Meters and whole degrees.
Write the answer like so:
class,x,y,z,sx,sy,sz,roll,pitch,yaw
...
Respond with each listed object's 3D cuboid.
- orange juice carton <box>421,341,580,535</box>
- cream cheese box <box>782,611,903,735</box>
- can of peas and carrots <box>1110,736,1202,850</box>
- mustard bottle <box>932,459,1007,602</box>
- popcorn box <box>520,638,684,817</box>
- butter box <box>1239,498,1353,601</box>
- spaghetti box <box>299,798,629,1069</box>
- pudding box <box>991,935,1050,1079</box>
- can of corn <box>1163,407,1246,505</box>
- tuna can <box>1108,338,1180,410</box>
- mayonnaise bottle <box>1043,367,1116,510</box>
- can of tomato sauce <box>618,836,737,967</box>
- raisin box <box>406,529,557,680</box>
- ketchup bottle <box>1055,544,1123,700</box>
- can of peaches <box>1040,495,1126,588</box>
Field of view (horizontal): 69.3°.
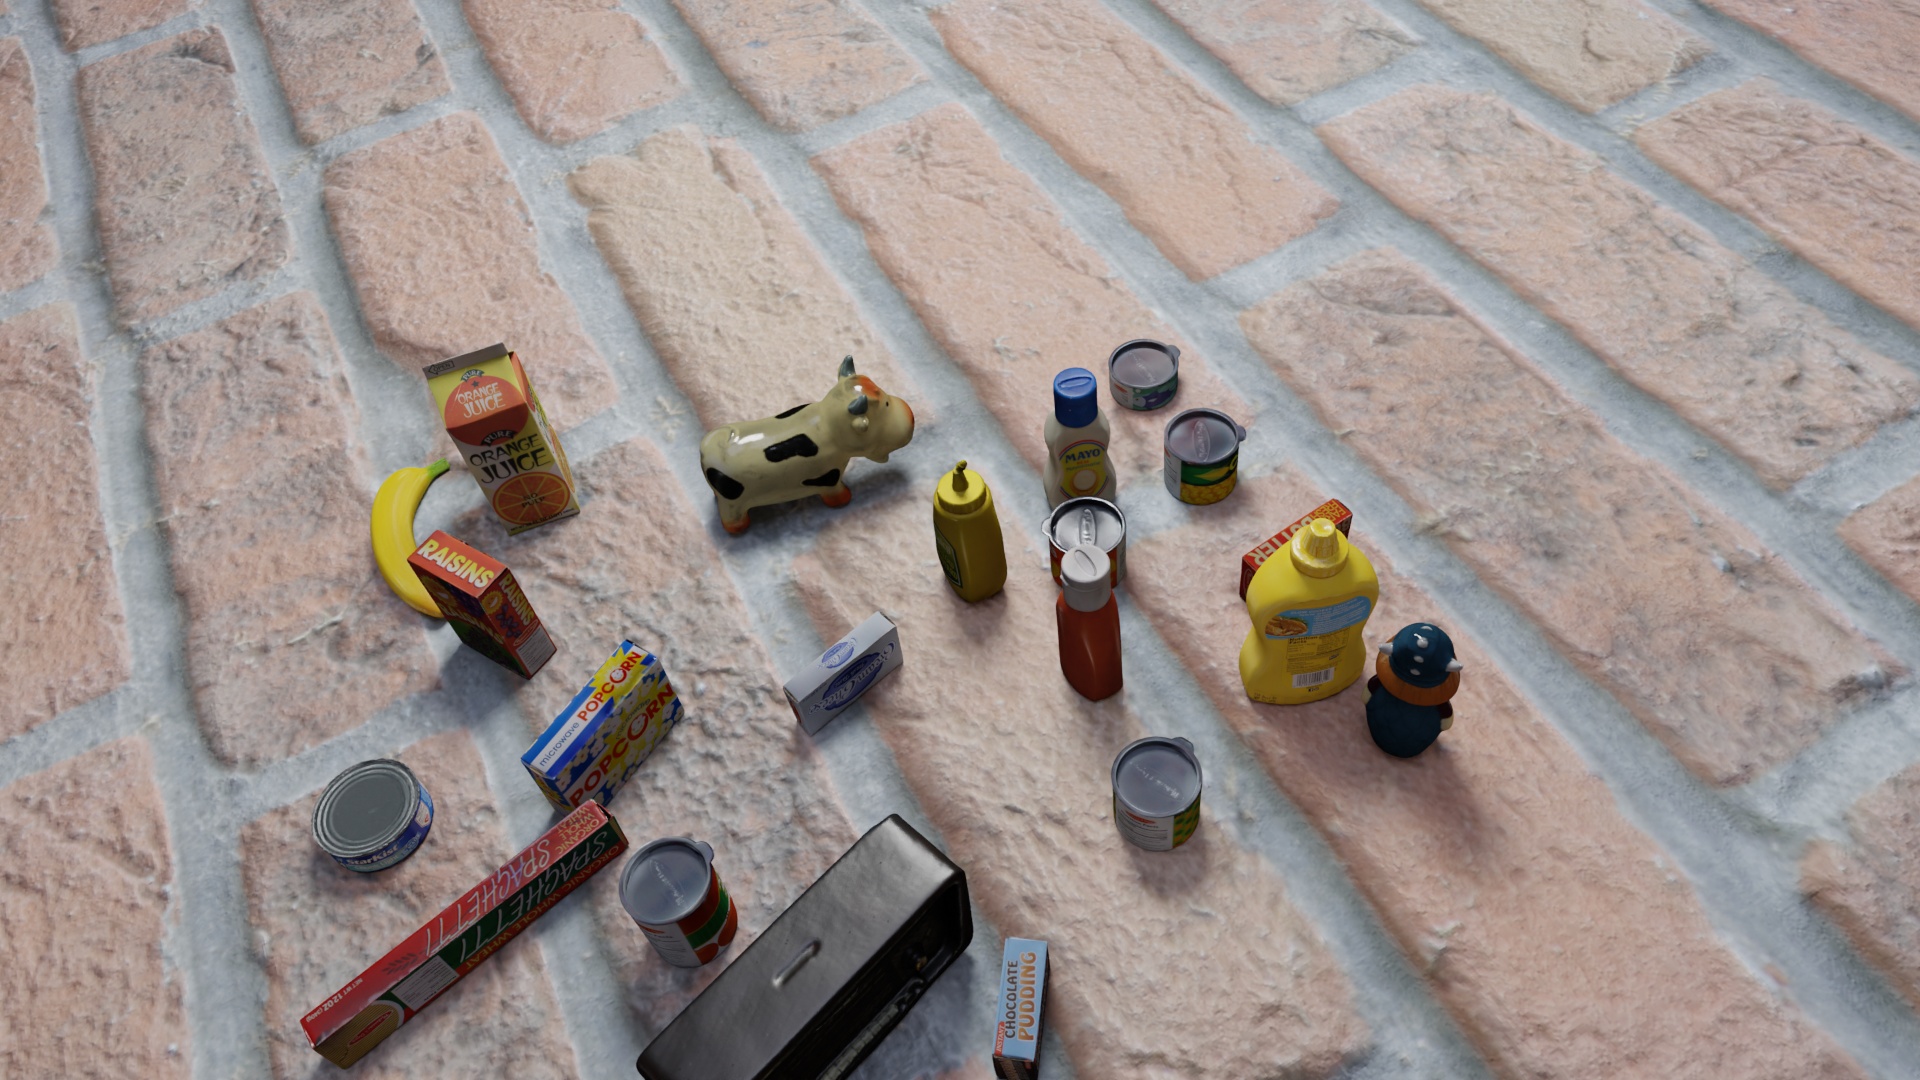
class,x,y,z,sx,sy,sz,roll,pitch,yaw
orange juice carton,-0.409,-0.098,1.242,0.072,0.191,0.073,-20,52,-8
cream cheese box,-0.094,0.108,1.128,0.104,0.053,0.024,-38,57,-21
can of peas and carrots,0.147,0.187,1.032,0.071,0.058,0.071,-4,52,5
mustard bottle,0.004,-0.014,1.144,0.049,0.159,0.065,-27,54,-13
popcorn box,-0.280,0.153,1.096,0.038,0.084,0.127,24,58,23
butter box,0.279,0.011,1.157,0.104,0.052,0.024,-31,55,-16
spaghetti box,-0.359,0.286,1.024,0.251,0.050,0.029,-38,57,-21
pudding box,0.042,0.319,0.947,0.030,0.049,0.084,3,53,10
can of corn,0.215,-0.074,1.228,0.071,0.058,0.071,-4,52,5
tuna can,0.175,-0.158,1.316,0.071,0.032,0.071,-4,52,5
mayonnaise bottle,0.101,-0.085,1.194,0.065,0.147,0.041,-12,52,-2
can of tomato sauce,-0.201,0.260,1.003,0.071,0.082,0.071,-4,52,5
raisin box,-0.399,0.054,1.164,0.086,0.122,0.040,24,59,24
ketchup bottle,0.099,0.062,1.079,0.043,0.148,0.065,-25,53,-12
can of peaches,0.106,0.005,1.180,0.071,0.057,0.071,-4,52,5
